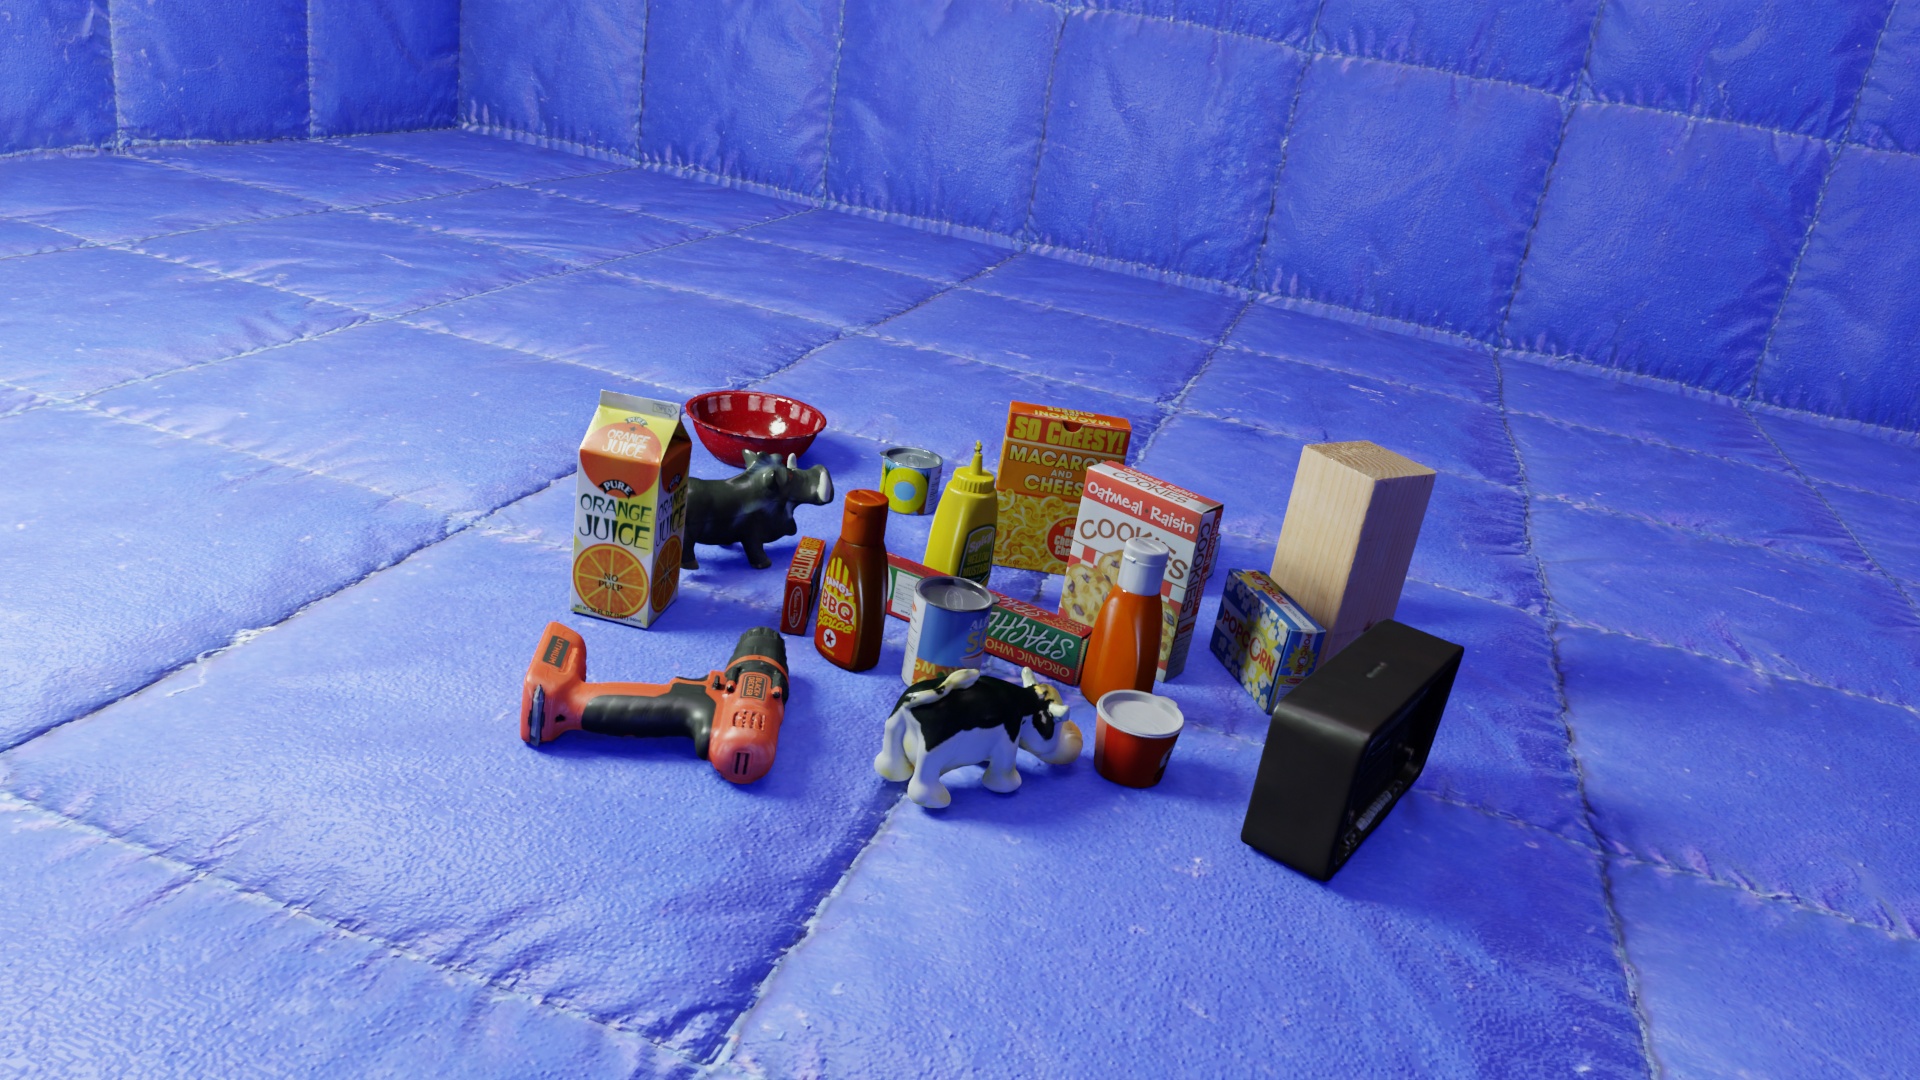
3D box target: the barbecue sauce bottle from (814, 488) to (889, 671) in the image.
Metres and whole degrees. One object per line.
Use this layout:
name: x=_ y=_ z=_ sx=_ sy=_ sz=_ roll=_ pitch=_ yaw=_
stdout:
barbecue sauce bottle: x=-0.087 y=0.031 z=1.160 sx=0.044 sy=0.148 sz=0.065 roll=-11 pitch=30 yaw=-42

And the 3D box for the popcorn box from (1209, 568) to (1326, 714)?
popcorn box: x=0.275 y=0.090 z=1.254 sx=0.038 sy=0.085 sz=0.127 roll=3 pitch=23 yaw=-17

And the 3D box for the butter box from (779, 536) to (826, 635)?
butter box: x=-0.141 y=0.039 z=1.246 sx=0.024 sy=0.053 sz=0.104 roll=9 pitch=22 yaw=-1

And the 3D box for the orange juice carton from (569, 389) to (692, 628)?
orange juice carton: x=-0.277 y=-0.030 z=1.173 sx=0.072 sy=0.191 sz=0.073 roll=12 pitch=22 yaw=7

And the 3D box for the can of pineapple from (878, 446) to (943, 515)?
can of pineapple: x=-0.057 y=-0.067 z=1.533 sx=0.071 sy=0.057 sz=0.071 roll=8 pitch=22 yaw=-3

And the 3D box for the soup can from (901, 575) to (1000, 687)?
soup can: x=-0.009 y=0.081 z=1.158 sx=0.071 sy=0.083 sz=0.071 roll=8 pitch=22 yaw=-3

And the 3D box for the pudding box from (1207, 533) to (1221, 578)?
pudding box: x=0.243 y=0.020 z=1.458 sx=0.030 sy=0.049 sz=0.084 roll=20 pitch=24 yaw=25

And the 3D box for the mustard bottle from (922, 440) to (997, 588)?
mustard bottle: x=0.005 y=-0.016 z=1.300 sx=0.049 sy=0.159 sz=0.065 roll=27 pitch=27 yaw=36

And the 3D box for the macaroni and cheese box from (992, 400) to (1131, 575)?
macaroni and cheese box: x=0.097 y=-0.049 z=1.411 sx=0.124 sy=0.165 sz=0.040 roll=8 pitch=22 yaw=-4

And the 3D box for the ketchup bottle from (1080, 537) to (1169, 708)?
ketchup bottle: x=0.141 y=0.072 z=1.157 sx=0.044 sy=0.148 sz=0.065 roll=-8 pitch=28 yaw=-38

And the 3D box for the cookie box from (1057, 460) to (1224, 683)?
cookie box: x=0.159 y=0.026 z=1.251 sx=0.123 sy=0.166 sz=0.040 roll=25 pitch=26 yaw=33

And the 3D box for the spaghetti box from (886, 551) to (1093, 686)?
spaghetti box: x=0.002 y=0.064 z=1.249 sx=0.250 sy=0.050 sz=0.029 roll=20 pitch=24 yaw=23

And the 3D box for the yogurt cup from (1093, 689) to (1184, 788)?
yogurt cup: x=0.135 y=0.155 z=1.077 sx=0.072 sy=0.053 sz=0.073 roll=8 pitch=22 yaw=-3
